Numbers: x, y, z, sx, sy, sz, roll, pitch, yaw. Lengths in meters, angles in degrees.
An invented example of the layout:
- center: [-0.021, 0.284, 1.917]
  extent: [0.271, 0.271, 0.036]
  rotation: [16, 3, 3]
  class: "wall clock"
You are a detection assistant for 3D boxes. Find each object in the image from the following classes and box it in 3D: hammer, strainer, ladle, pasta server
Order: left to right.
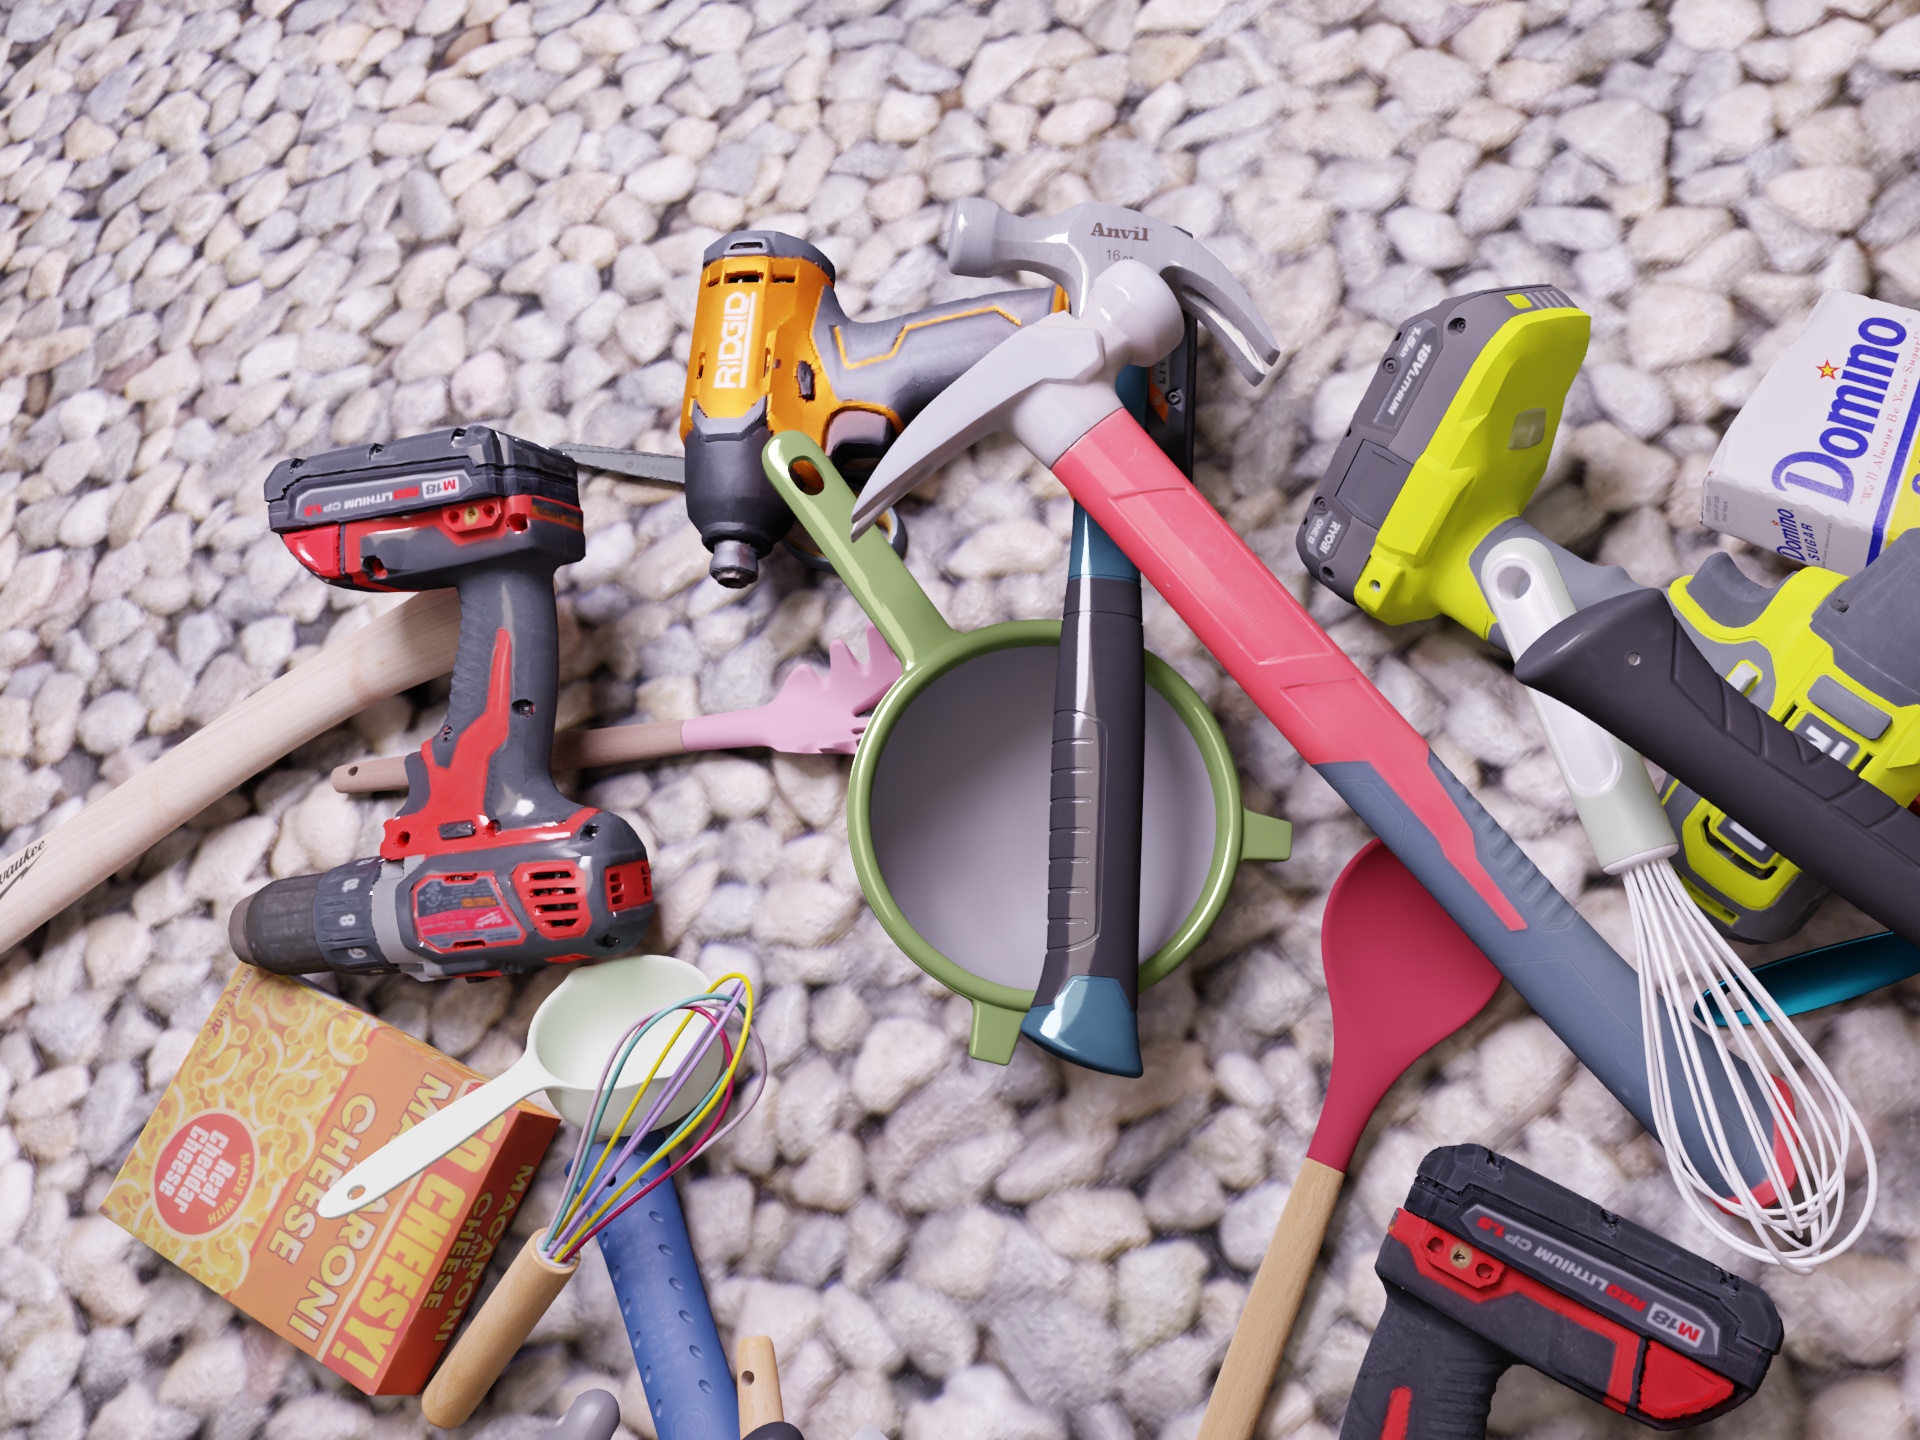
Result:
- center: [-0.377, 0.022, 0.770]
  extent: [0.410, 0.038, 0.146]
  rotation: [-31, 60, 6]
  class: "hammer"
- center: [-0.151, 0.006, 0.718]
  extent: [0.316, 0.040, 0.060]
  rotation: [-7, 56, 16]
  class: "pasta server"
- center: [-0.059, 0.338, 0.562]
  extent: [0.144, 0.035, 0.406]
  rotation: [-28, 64, 6]
  class: "hammer"
- center: [-0.001, -0.002, 0.631]
  extent: [0.151, 0.069, 0.256]
  rotation: [-34, 82, -12]
  class: "strainer"
- center: [0.051, -0.037, 0.592]
  extent: [0.128, 0.033, 0.331]
  rotation: [4, 77, -5]
  class: "hammer"
- center: [0.123, 0.185, 0.571]
  extent: [0.069, 0.031, 0.315]
  rotation: [19, 78, 26]
  class: "ladle"
- center: [0.131, 0.022, 0.550]
  extent: [0.143, 0.038, 0.386]
  rotation: [-40, 84, -10]
  class: "hammer"
- center: [0.308, 0.072, 0.474]
  extent: [0.335, 0.035, 0.146]
  rotation: [35, 90, -2]
  class: "hammer"

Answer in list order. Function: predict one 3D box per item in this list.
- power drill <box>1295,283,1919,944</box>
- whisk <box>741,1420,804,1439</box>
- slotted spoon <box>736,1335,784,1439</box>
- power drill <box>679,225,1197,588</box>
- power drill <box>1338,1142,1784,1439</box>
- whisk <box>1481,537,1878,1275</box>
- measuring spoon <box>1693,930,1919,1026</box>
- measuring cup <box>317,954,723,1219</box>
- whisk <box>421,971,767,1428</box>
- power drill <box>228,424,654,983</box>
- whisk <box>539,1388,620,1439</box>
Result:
- center: [0.242, -0.053, 0.560]
  extent: [0.080, 0.171, 0.223]
  rotation: [-18, 50, -41]
  class: "power drill"
- center: [-0.134, 0.357, 0.534]
  extent: [0.070, 0.070, 0.284]
  rotation: [34, 90, 25]
  class: "whisk"
- center: [-0.049, 0.365, 0.514]
  extent: [0.070, 0.031, 0.314]
  rotation: [-19, 63, 18]
  class: "slotted spoon"
- center: [-0.013, -0.135, 0.695]
  extent: [0.226, 0.084, 0.164]
  rotation: [1, 71, 11]
  class: "power drill"
- center: [0.166, 0.260, 0.504]
  extent: [0.143, 0.078, 0.220]
  rotation: [25, 81, 24]
  class: "power drill"
- center: [0.220, 0.052, 0.509]
  extent: [0.058, 0.059, 0.246]
  rotation: [-30, 69, 38]
  class: "whisk"
- center: [0.321, 0.080, 0.558]
  extent: [0.128, 0.021, 0.042]
  rotation: [-22, 94, 17]
  class: "measuring spoon"
- center: [-0.168, 0.155, 0.627]
  extent: [0.167, 0.038, 0.083]
  rotation: [-30, 40, -28]
  class: "measuring cup"
- center: [-0.143, 0.187, 0.597]
  extent: [0.047, 0.051, 0.245]
  rotation: [48, 113, 30]
  class: "whisk"
- center: [-0.236, 0.001, 0.683]
  extent: [0.188, 0.080, 0.227]
  rotation: [-8, 89, 12]
  class: "power drill"
- center: [-0.191, 0.350, 0.579]
  extent: [0.055, 0.055, 0.239]
  rotation: [29, 87, 24]
  class: "whisk"
